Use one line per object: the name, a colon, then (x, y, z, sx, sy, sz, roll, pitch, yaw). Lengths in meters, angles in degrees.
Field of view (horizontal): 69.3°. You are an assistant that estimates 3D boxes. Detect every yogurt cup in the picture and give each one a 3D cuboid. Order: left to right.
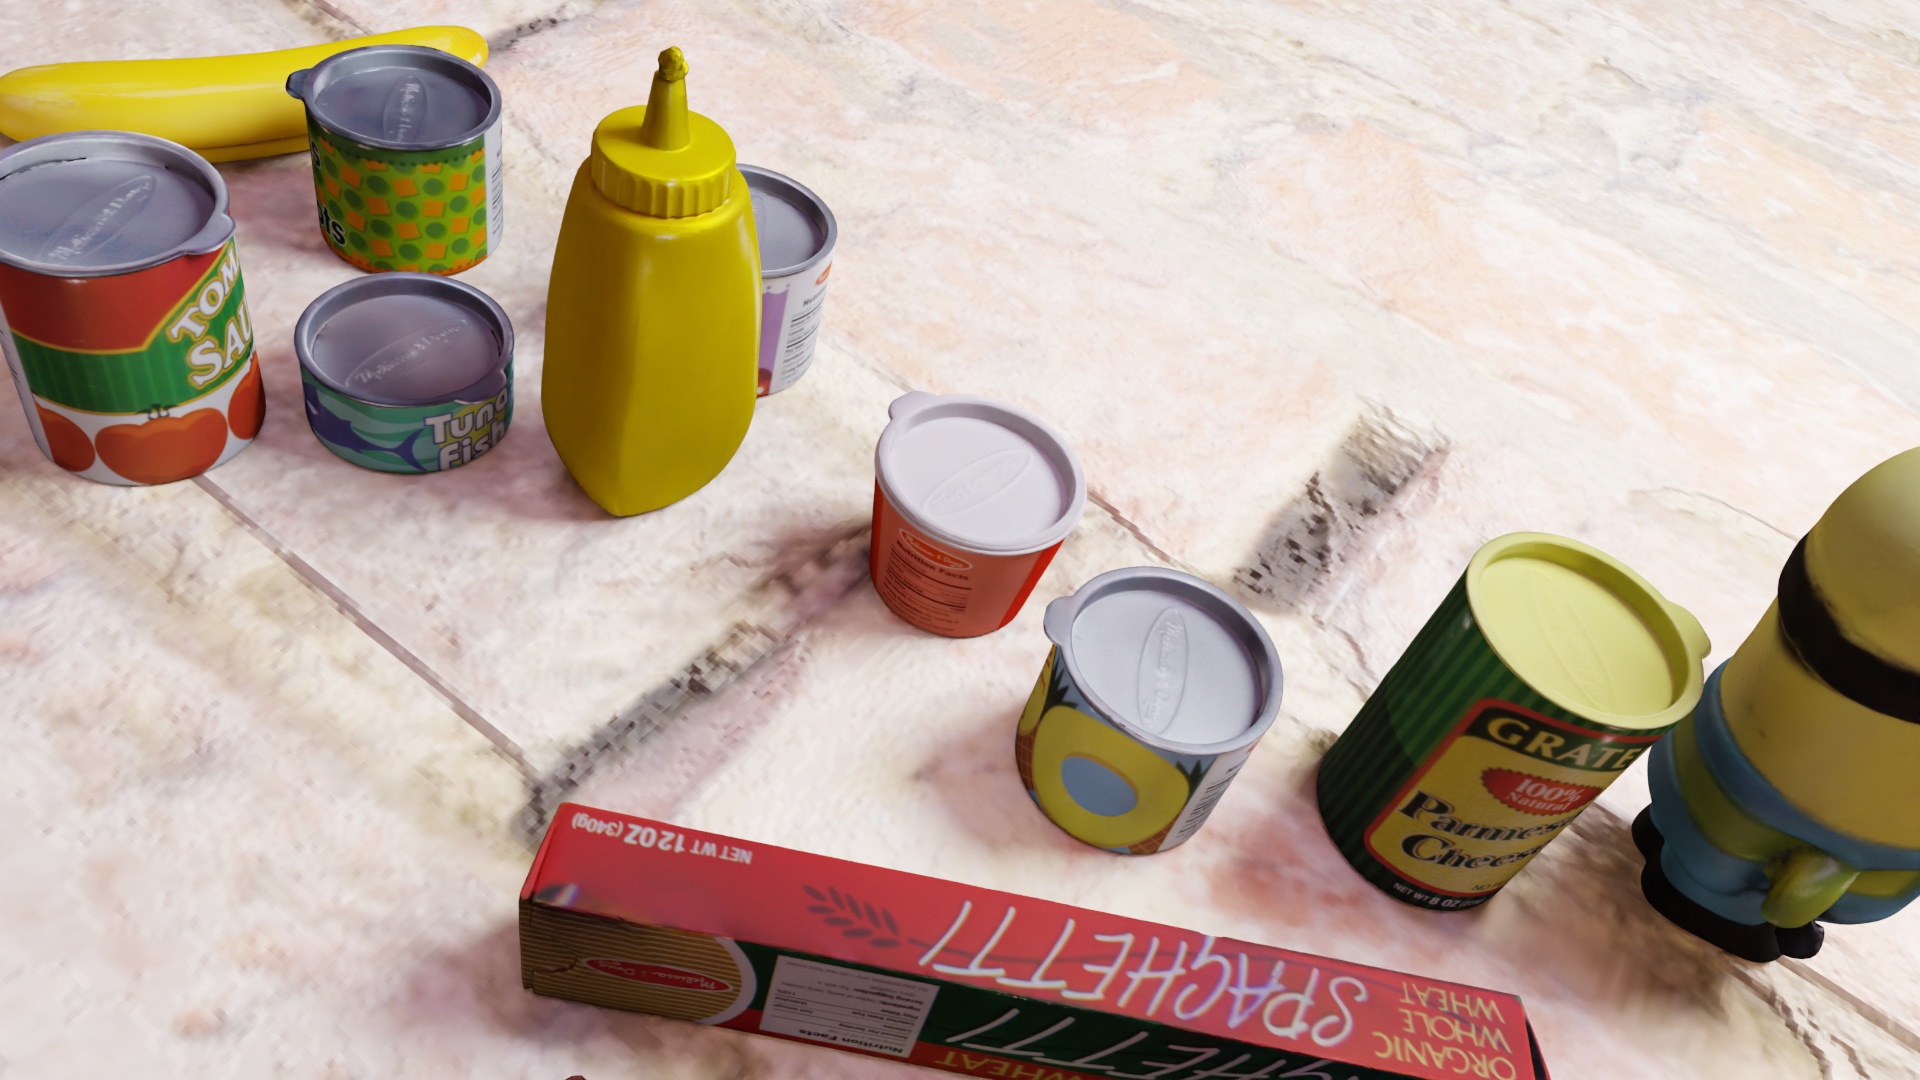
yogurt cup: (0.002, -0.006, 0.450, 0.072, 0.053, 0.073, 9, 46, -9)

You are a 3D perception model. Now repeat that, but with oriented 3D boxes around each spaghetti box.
spaghetti box: (0.019, 0.114, 0.347, 0.250, 0.049, 0.029, 13, 46, -5)

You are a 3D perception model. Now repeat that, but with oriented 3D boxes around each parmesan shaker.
parmesan shaker: (0.158, 0.056, 0.406, 0.071, 0.102, 0.072, 9, 46, -9)

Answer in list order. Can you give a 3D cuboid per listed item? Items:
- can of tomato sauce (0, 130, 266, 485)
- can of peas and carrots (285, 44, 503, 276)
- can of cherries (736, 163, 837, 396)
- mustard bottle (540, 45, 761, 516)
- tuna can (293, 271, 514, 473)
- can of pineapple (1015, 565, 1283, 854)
can of tomato sauce: (-0.246, -0.067, 0.412, 0.071, 0.082, 0.071, 9, 46, -9)
can of peas and carrots: (-0.204, -0.138, 0.508, 0.071, 0.058, 0.071, 9, 46, -9)
can of cherries: (-0.084, -0.095, 0.504, 0.071, 0.058, 0.072, 9, 46, -9)
mustard bottle: (-0.090, -0.078, 0.416, 0.065, 0.159, 0.049, -30, 62, -36)
tuna can: (-0.179, -0.054, 0.455, 0.071, 0.032, 0.071, 9, 46, -9)
can of pineapple: (0.052, 0.049, 0.412, 0.071, 0.057, 0.071, 9, 46, -9)
